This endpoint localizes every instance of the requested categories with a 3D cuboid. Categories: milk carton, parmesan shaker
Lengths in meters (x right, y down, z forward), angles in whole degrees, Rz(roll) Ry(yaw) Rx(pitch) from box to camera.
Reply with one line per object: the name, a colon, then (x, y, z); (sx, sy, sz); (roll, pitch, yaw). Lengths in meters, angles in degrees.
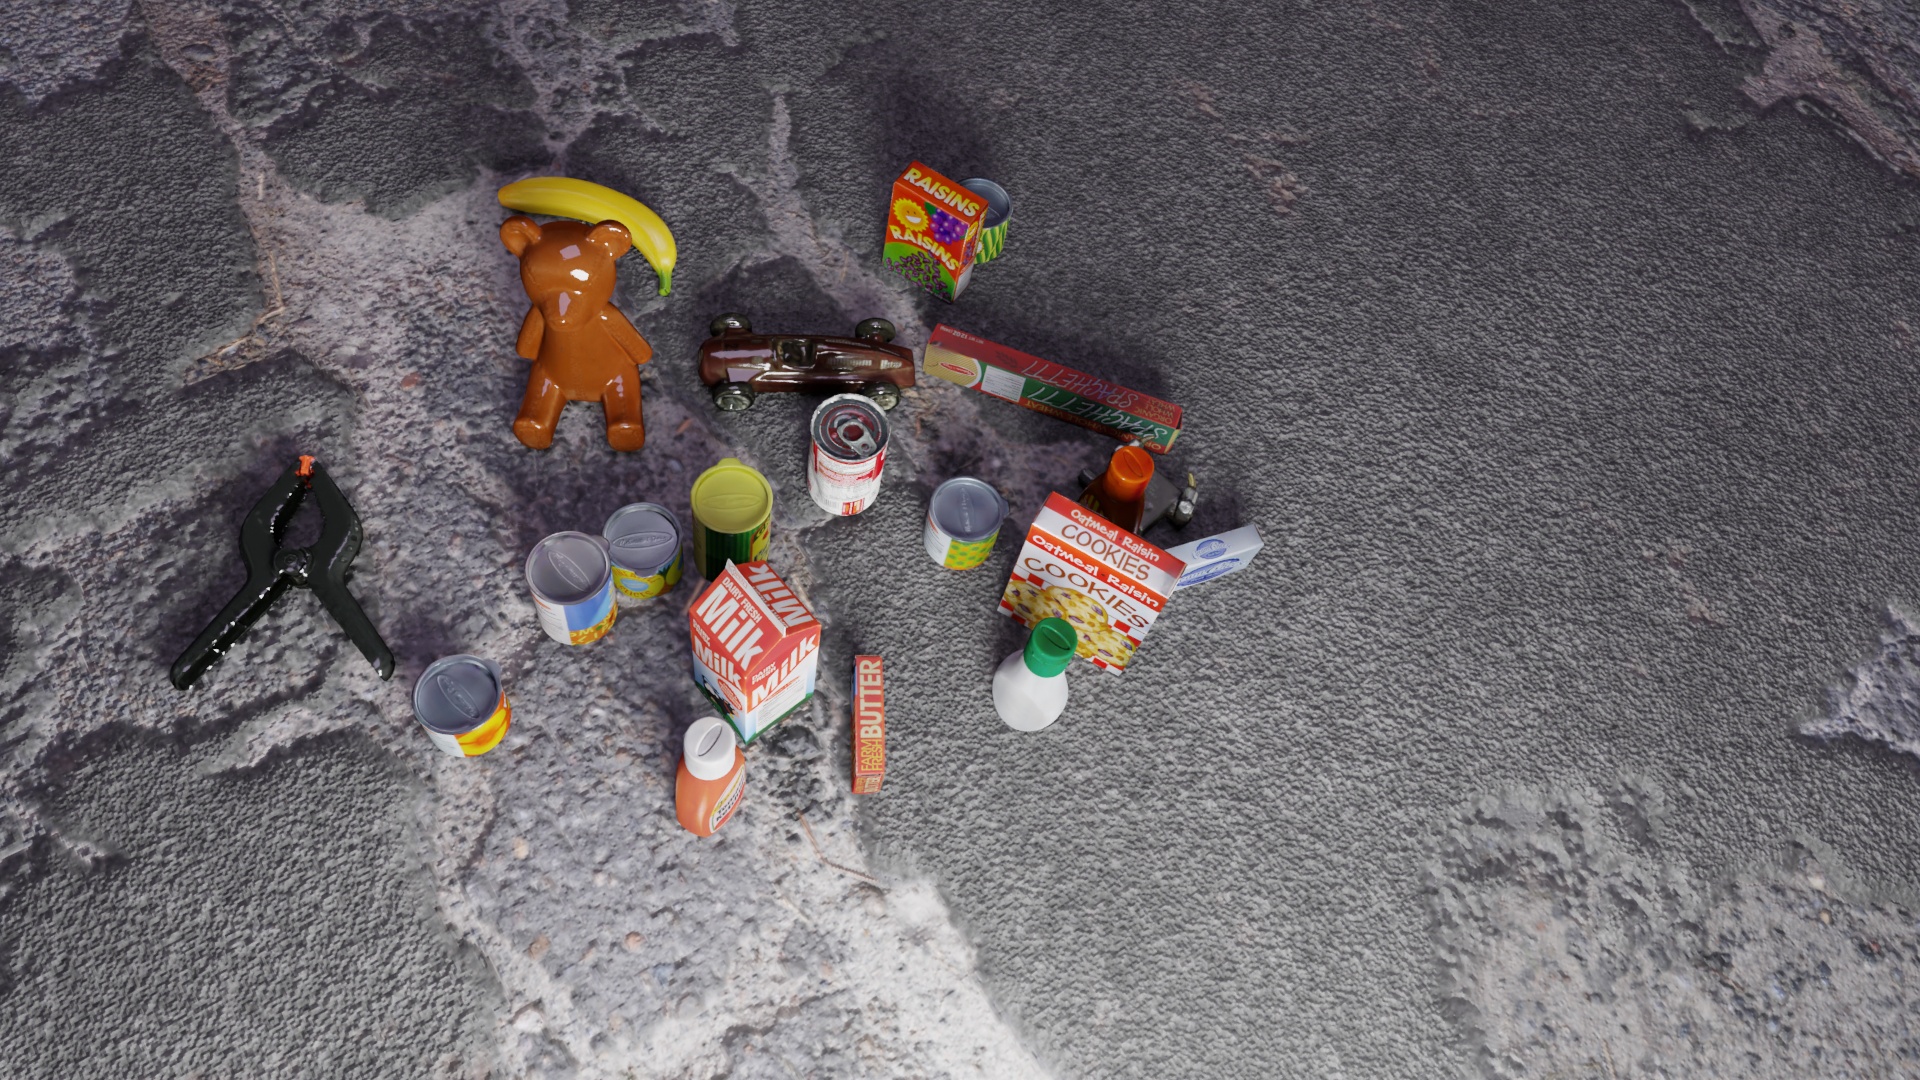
milk carton: (-0.160, 0.082, 1.078); (0.074, 0.189, 0.072); (-36, 73, -23)
parmesan shaker: (-0.193, -0.014, 1.174); (0.071, 0.102, 0.071); (4, 62, -7)

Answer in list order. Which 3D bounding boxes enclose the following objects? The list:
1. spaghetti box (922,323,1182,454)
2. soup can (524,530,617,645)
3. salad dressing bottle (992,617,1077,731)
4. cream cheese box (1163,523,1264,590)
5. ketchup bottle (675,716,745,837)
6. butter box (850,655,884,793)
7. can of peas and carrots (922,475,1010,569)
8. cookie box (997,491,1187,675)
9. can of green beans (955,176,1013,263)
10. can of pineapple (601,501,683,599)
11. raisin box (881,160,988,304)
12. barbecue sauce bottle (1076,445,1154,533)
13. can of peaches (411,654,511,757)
spaghetti box: (0.087, -0.142, 1.317); (0.250, 0.050, 0.029); (19, 61, 1)
soup can: (-0.314, 0.039, 1.137); (0.071, 0.083, 0.071); (4, 62, -7)
salad dressing bottle: (0.062, 0.108, 1.124); (0.064, 0.147, 0.044); (40, 64, 12)
cream cheese box: (0.217, 0.018, 1.251); (0.104, 0.053, 0.024); (-16, 66, -17)
ketchup bottle: (-0.189, 0.175, 1.048); (0.043, 0.148, 0.065); (29, 62, 6)
butter box: (-0.076, 0.150, 1.133); (0.024, 0.053, 0.104); (1, 62, -8)
can of peas and carrots: (0.004, -0.015, 1.231); (0.071, 0.058, 0.071); (4, 62, -7)
cookie box: (0.106, 0.039, 1.157); (0.123, 0.166, 0.040); (29, 62, 6)
can of green beans: (0.015, -0.321, 1.396); (0.071, 0.057, 0.071); (4, 62, -7)
can of pineapple: (-0.268, 0.011, 1.174); (0.071, 0.057, 0.071); (4, 62, -7)
raisin box: (-0.026, -0.296, 1.339); (0.086, 0.122, 0.040); (32, 62, 8)
barbecue sauce bottle: (0.133, -0.030, 1.209); (0.044, 0.147, 0.065); (-21, 68, -19)
can of peaches: (-0.389, 0.129, 1.091); (0.071, 0.057, 0.071); (4, 62, -7)
